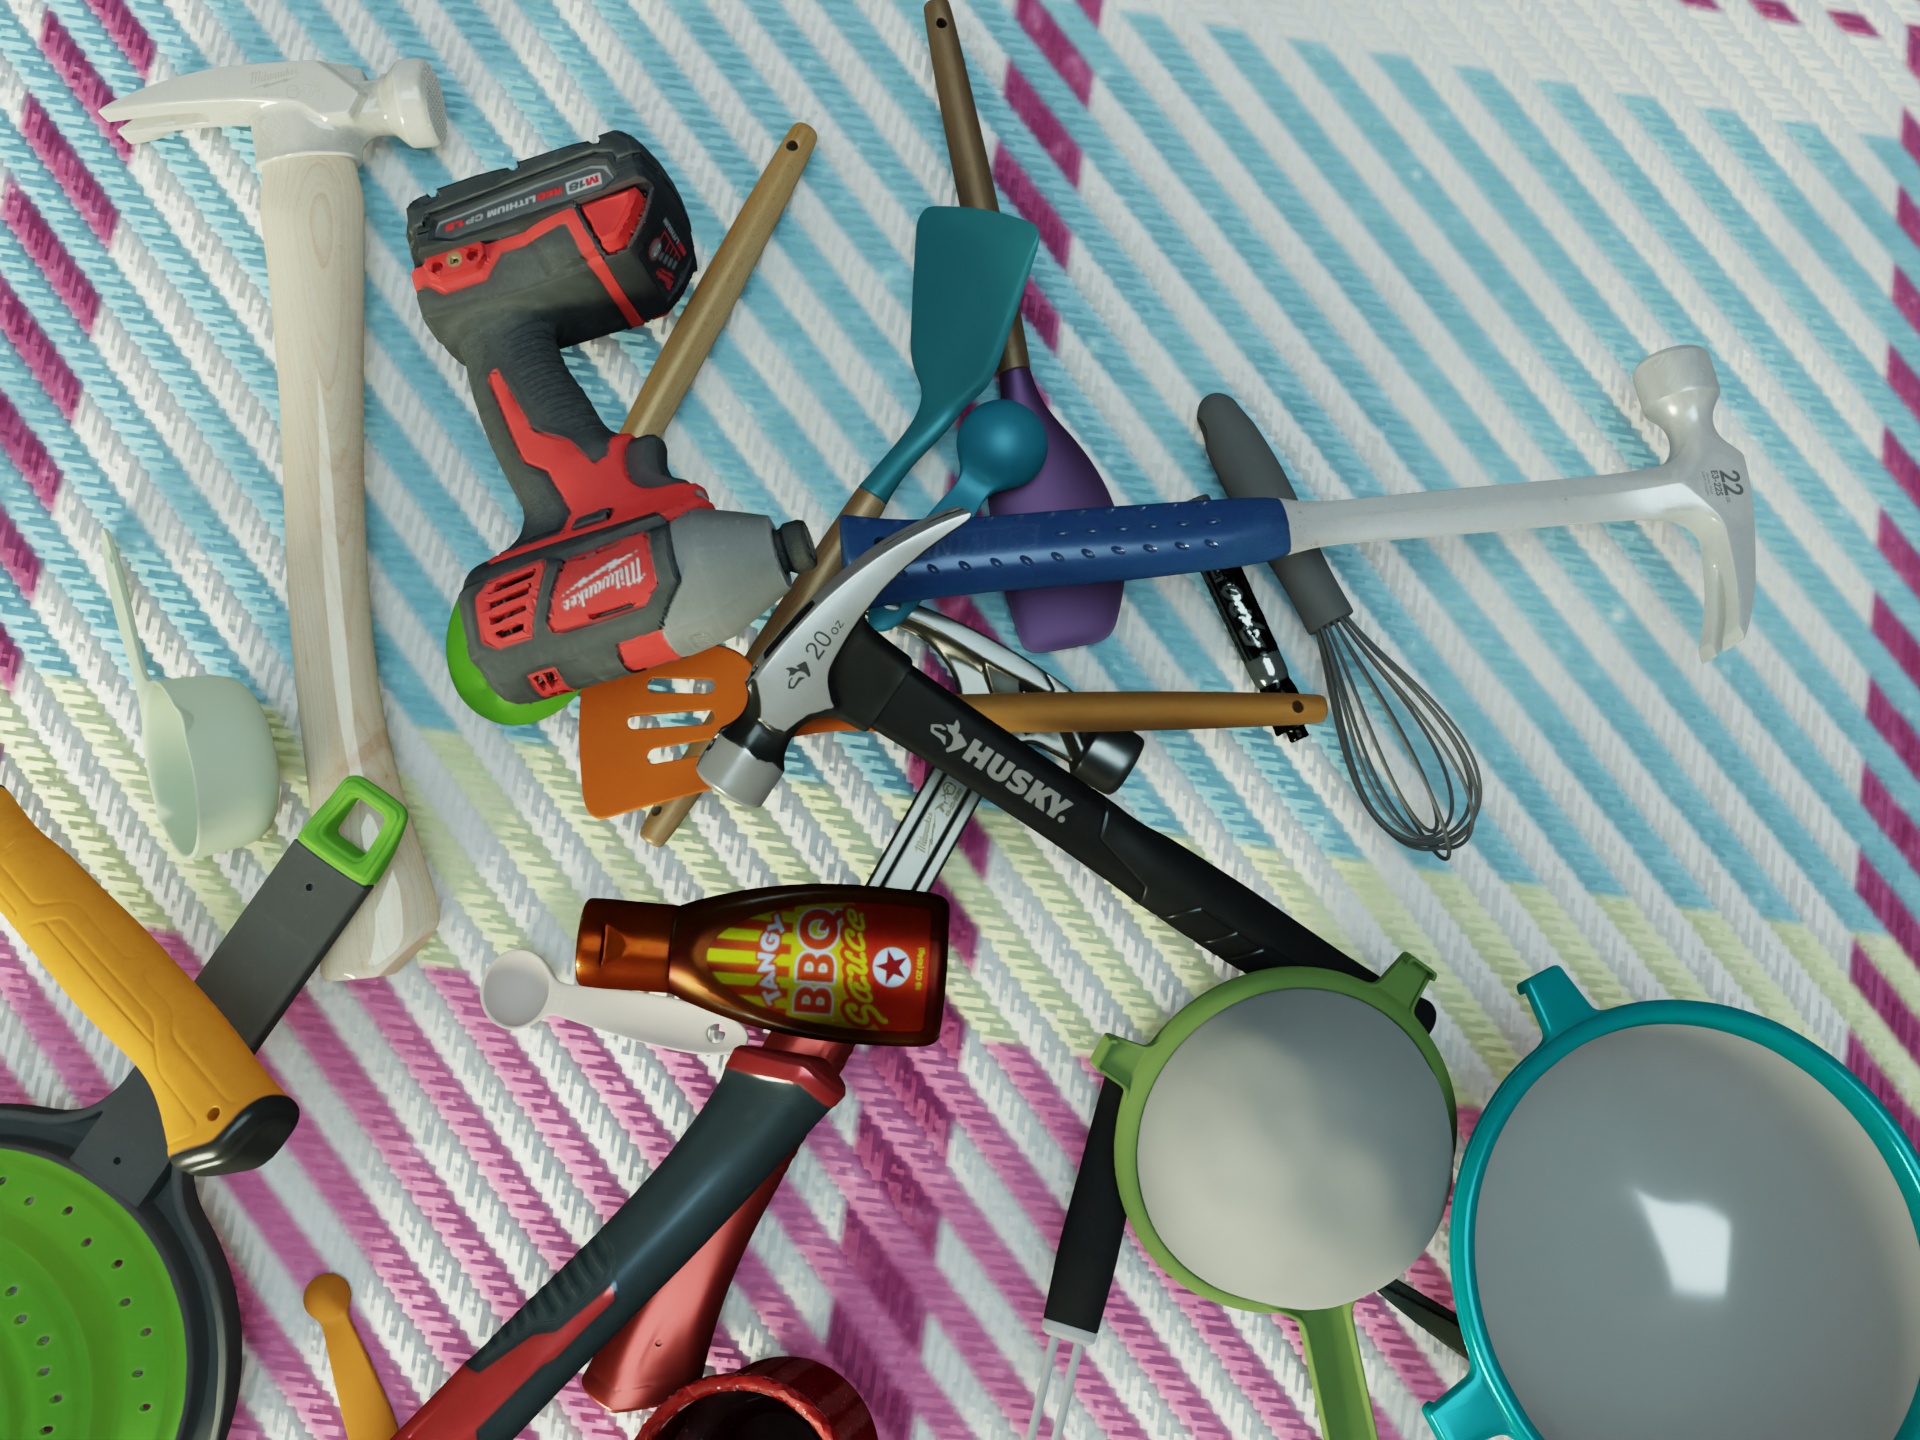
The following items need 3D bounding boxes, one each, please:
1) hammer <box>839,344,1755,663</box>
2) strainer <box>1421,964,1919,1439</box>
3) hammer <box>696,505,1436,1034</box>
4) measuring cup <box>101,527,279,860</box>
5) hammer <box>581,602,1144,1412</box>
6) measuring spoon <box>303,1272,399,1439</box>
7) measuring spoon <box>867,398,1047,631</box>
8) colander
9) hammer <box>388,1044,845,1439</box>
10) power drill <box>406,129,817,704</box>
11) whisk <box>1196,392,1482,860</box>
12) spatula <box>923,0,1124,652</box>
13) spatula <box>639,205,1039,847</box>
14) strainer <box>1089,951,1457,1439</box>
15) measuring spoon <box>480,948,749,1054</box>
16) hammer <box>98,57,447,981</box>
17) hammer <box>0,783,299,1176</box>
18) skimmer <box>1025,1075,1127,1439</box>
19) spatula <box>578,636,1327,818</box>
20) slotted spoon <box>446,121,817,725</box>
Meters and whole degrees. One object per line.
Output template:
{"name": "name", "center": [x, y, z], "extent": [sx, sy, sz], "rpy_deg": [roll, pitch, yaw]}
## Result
{"name": "hammer", "center": [0.152, -0.080, 0.691], "extent": [0.405, 0.035, 0.144], "rpy_deg": [-6, 73, -6]}
{"name": "strainer", "center": [0.351, 0.249, 0.668], "extent": [0.340, 0.095, 0.211], "rpy_deg": [20, 72, -2]}
{"name": "hammer", "center": [0.069, 0.048, 0.666], "extent": [0.334, 0.035, 0.146], "rpy_deg": [34, 95, -14]}
{"name": "measuring cup", "center": [-0.334, -0.019, 0.686], "extent": [0.038, 0.083, 0.168], "rpy_deg": [-10, 61, -38]}
{"name": "hammer", "center": [-0.067, 0.123, 0.690], "extent": [0.149, 0.036, 0.359], "rpy_deg": [29, 82, 0]}
{"name": "measuring spoon", "center": [-0.252, 0.290, 0.669], "extent": [0.021, 0.011, 0.117], "rpy_deg": [-20, 84, -6]}
{"name": "measuring spoon", "center": [-0.003, -0.093, 0.703], "extent": [0.042, 0.021, 0.129], "rpy_deg": [33, 73, 2]}
{"name": "colander", "center": [-0.351, 0.191, 0.614], "extent": [0.204, 0.094, 0.397], "rpy_deg": [34, 88, 2]}
{"name": "hammer", "center": [-0.181, 0.286, 0.630], "extent": [0.386, 0.038, 0.143], "rpy_deg": [-45, 77, -2]}
{"name": "power drill", "center": [-0.148, -0.125, 0.668], "extent": [0.143, 0.078, 0.220], "rpy_deg": [-16, 73, 4]}
{"name": "whisk", "center": [0.167, -0.046, 0.721], "extent": [0.055, 0.055, 0.239], "rpy_deg": [-25, 81, -6]}
{"name": "spatula", "center": [0.022, -0.188, 0.744], "extent": [0.060, 0.018, 0.316], "rpy_deg": [-12, 85, -5]}
{"name": "spatula", "center": [-0.061, -0.085, 0.712], "extent": [0.082, 0.044, 0.317], "rpy_deg": [27, 83, 43]}
{"name": "strainer", "center": [0.154, 0.232, 0.651], "extent": [0.151, 0.069, 0.256], "rpy_deg": [-13, 96, -7]}
{"name": "measuring spoon", "center": [-0.147, 0.124, 0.680], "extent": [0.124, 0.018, 0.034], "rpy_deg": [10, 80, 13]}
{"name": "hammer", "center": [-0.290, -0.091, 0.703], "extent": [0.146, 0.038, 0.411], "rpy_deg": [-6, 84, -3]}
{"name": "hammer", "center": [-0.365, 0.050, 0.625], "extent": [0.337, 0.034, 0.127], "rpy_deg": [37, 81, 22]}
{"name": "skimmer", "center": [0.028, 0.321, 0.675], "extent": [0.127, 0.090, 0.363], "rpy_deg": [15, 72, 5]}
{"name": "spatula", "center": [-0.001, -0.002, 0.684], "extent": [0.322, 0.041, 0.081], "rpy_deg": [-1, 81, -8]}
{"name": "slotted spoon", "center": [-0.142, -0.141, 0.724], "extent": [0.070, 0.031, 0.314], "rpy_deg": [26, 80, 4]}
